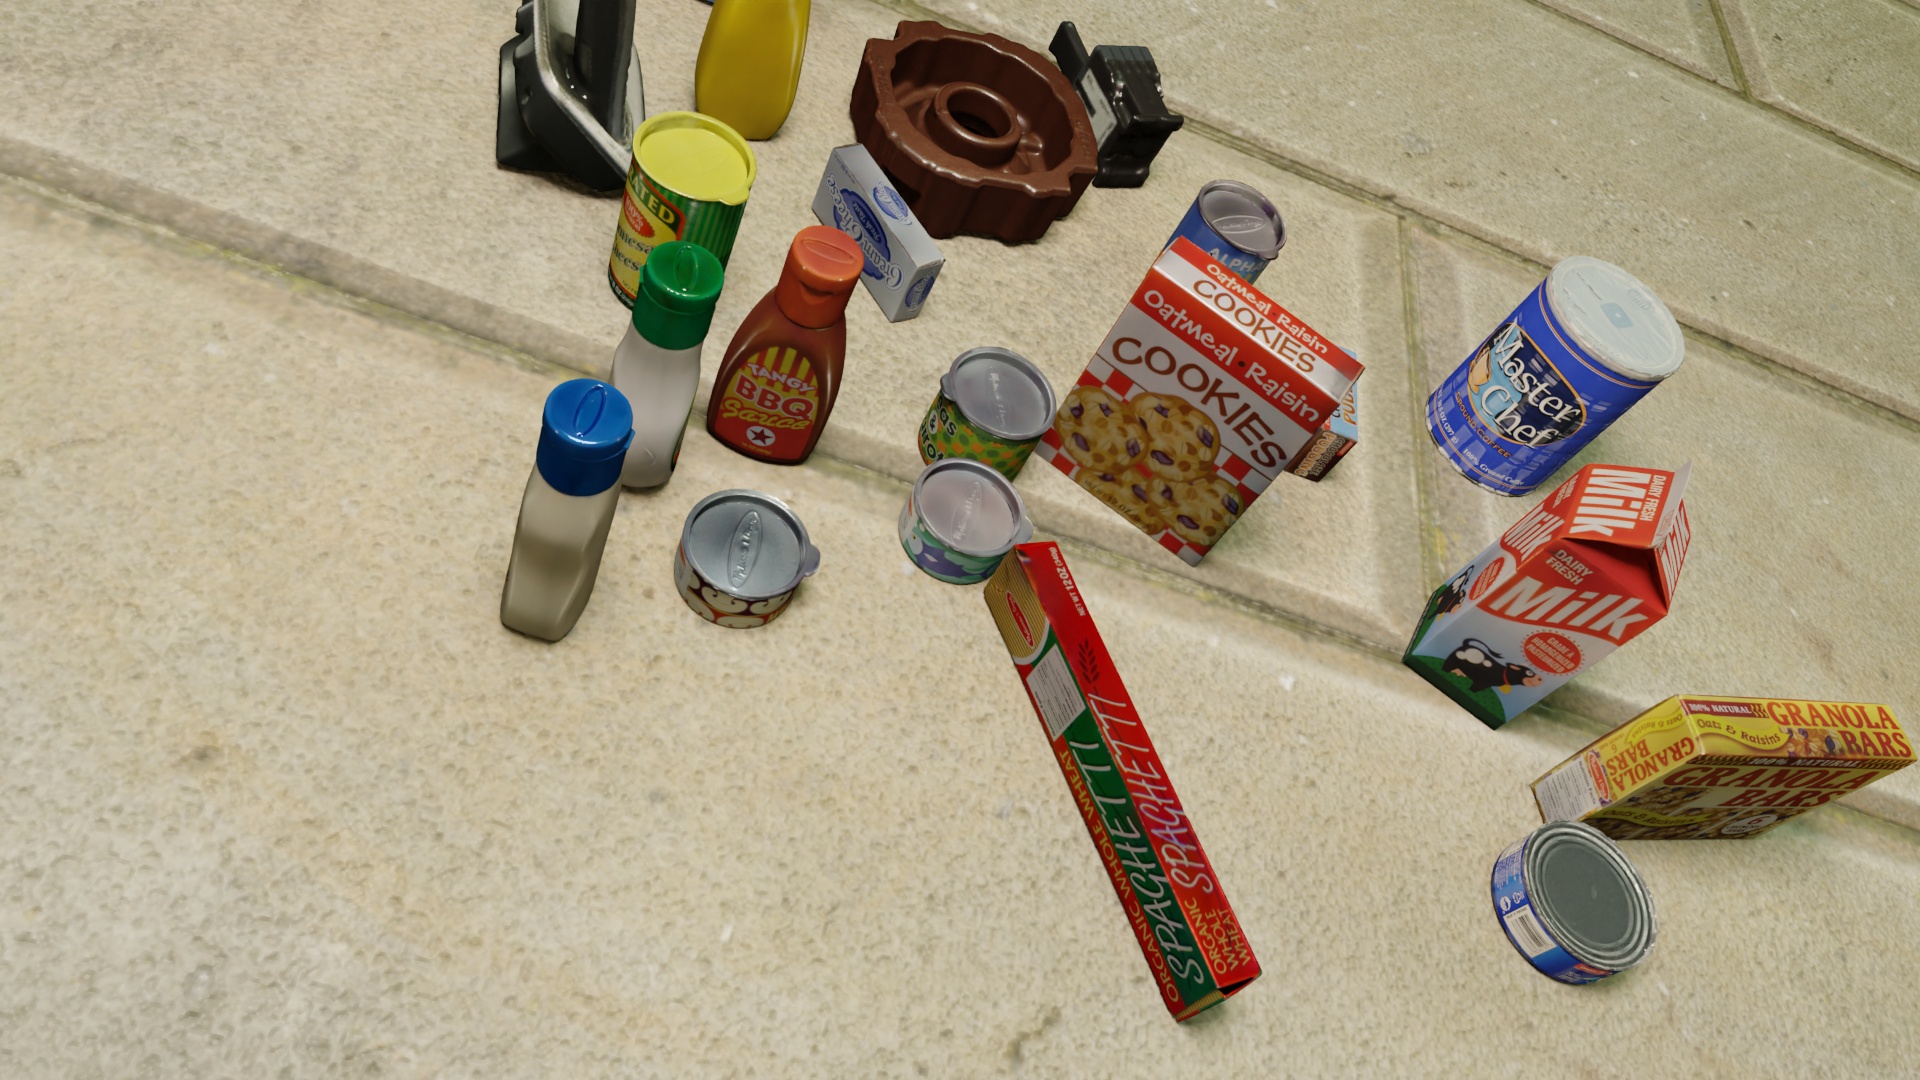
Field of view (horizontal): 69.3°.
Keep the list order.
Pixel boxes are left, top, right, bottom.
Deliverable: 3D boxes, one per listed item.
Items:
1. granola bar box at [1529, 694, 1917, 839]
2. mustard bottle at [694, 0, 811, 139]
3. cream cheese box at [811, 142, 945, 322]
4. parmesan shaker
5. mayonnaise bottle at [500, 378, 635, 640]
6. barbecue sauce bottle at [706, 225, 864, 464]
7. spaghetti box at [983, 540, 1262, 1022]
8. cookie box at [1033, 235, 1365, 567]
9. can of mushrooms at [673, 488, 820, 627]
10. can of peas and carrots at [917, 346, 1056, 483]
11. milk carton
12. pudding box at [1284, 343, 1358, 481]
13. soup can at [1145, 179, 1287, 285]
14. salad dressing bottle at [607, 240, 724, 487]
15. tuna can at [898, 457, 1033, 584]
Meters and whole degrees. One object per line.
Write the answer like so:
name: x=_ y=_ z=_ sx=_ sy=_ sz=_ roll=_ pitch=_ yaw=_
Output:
granola bar box: x=0.441 y=0.134 z=0.811 sx=0.166 sy=0.123 sz=0.039 roll=5 pitch=56 yaw=-21
mustard bottle: x=-0.122 y=-0.322 z=0.859 sx=0.065 sy=0.159 sz=0.049 roll=8 pitch=55 yaw=-19
cream cheese box: x=-0.052 y=-0.192 z=0.868 sx=0.024 sy=0.053 sz=0.104 roll=-21 pitch=68 yaw=-33
parmesan shaker: x=-0.157 y=-0.177 z=0.779 sx=0.071 sy=0.102 sz=0.071 roll=12 pitch=54 yaw=-16
mayonnaise bottle: x=-0.178 y=-0.015 z=0.628 sx=0.041 sy=0.147 sz=0.065 roll=20 pitch=52 yaw=-10
barbecue sauce bottle: x=-0.088 y=-0.101 z=0.727 sx=0.065 sy=0.147 sz=0.044 roll=19 pitch=52 yaw=-10
spaghetti box: x=0.077 y=0.117 z=0.711 sx=0.029 sy=0.050 sz=0.251 roll=-10 pitch=62 yaw=-29
cookie box: x=0.130 y=-0.075 z=0.792 sx=0.123 sy=0.166 sz=0.040 roll=37 pitch=51 yaw=4
can of mushrooms: x=-0.110 y=0.010 z=0.714 sx=0.071 sy=0.033 sz=0.071 roll=12 pitch=53 yaw=-16
can of peas and carrots: x=0.012 y=-0.069 z=0.807 sx=0.071 sy=0.058 sz=0.071 roll=12 pitch=54 yaw=-16
milk carton: x=0.348 y=0.026 z=0.803 sx=0.073 sy=0.189 sz=0.073 roll=37 pitch=51 yaw=4
pudding box: x=0.239 y=-0.087 z=0.925 sx=0.030 sy=0.049 sz=0.084 roll=19 pitch=52 yaw=-11
soup can: x=0.173 y=-0.190 z=0.946 sx=0.071 sy=0.083 sz=0.072 roll=12 pitch=54 yaw=-16
salad dressing bottle: x=-0.150 y=-0.085 z=0.689 sx=0.044 sy=0.147 sz=0.064 roll=8 pitch=55 yaw=-19
tuna can: x=0.003 y=-0.010 z=0.778 sx=0.071 sy=0.032 sz=0.071 roll=12 pitch=53 yaw=-16
